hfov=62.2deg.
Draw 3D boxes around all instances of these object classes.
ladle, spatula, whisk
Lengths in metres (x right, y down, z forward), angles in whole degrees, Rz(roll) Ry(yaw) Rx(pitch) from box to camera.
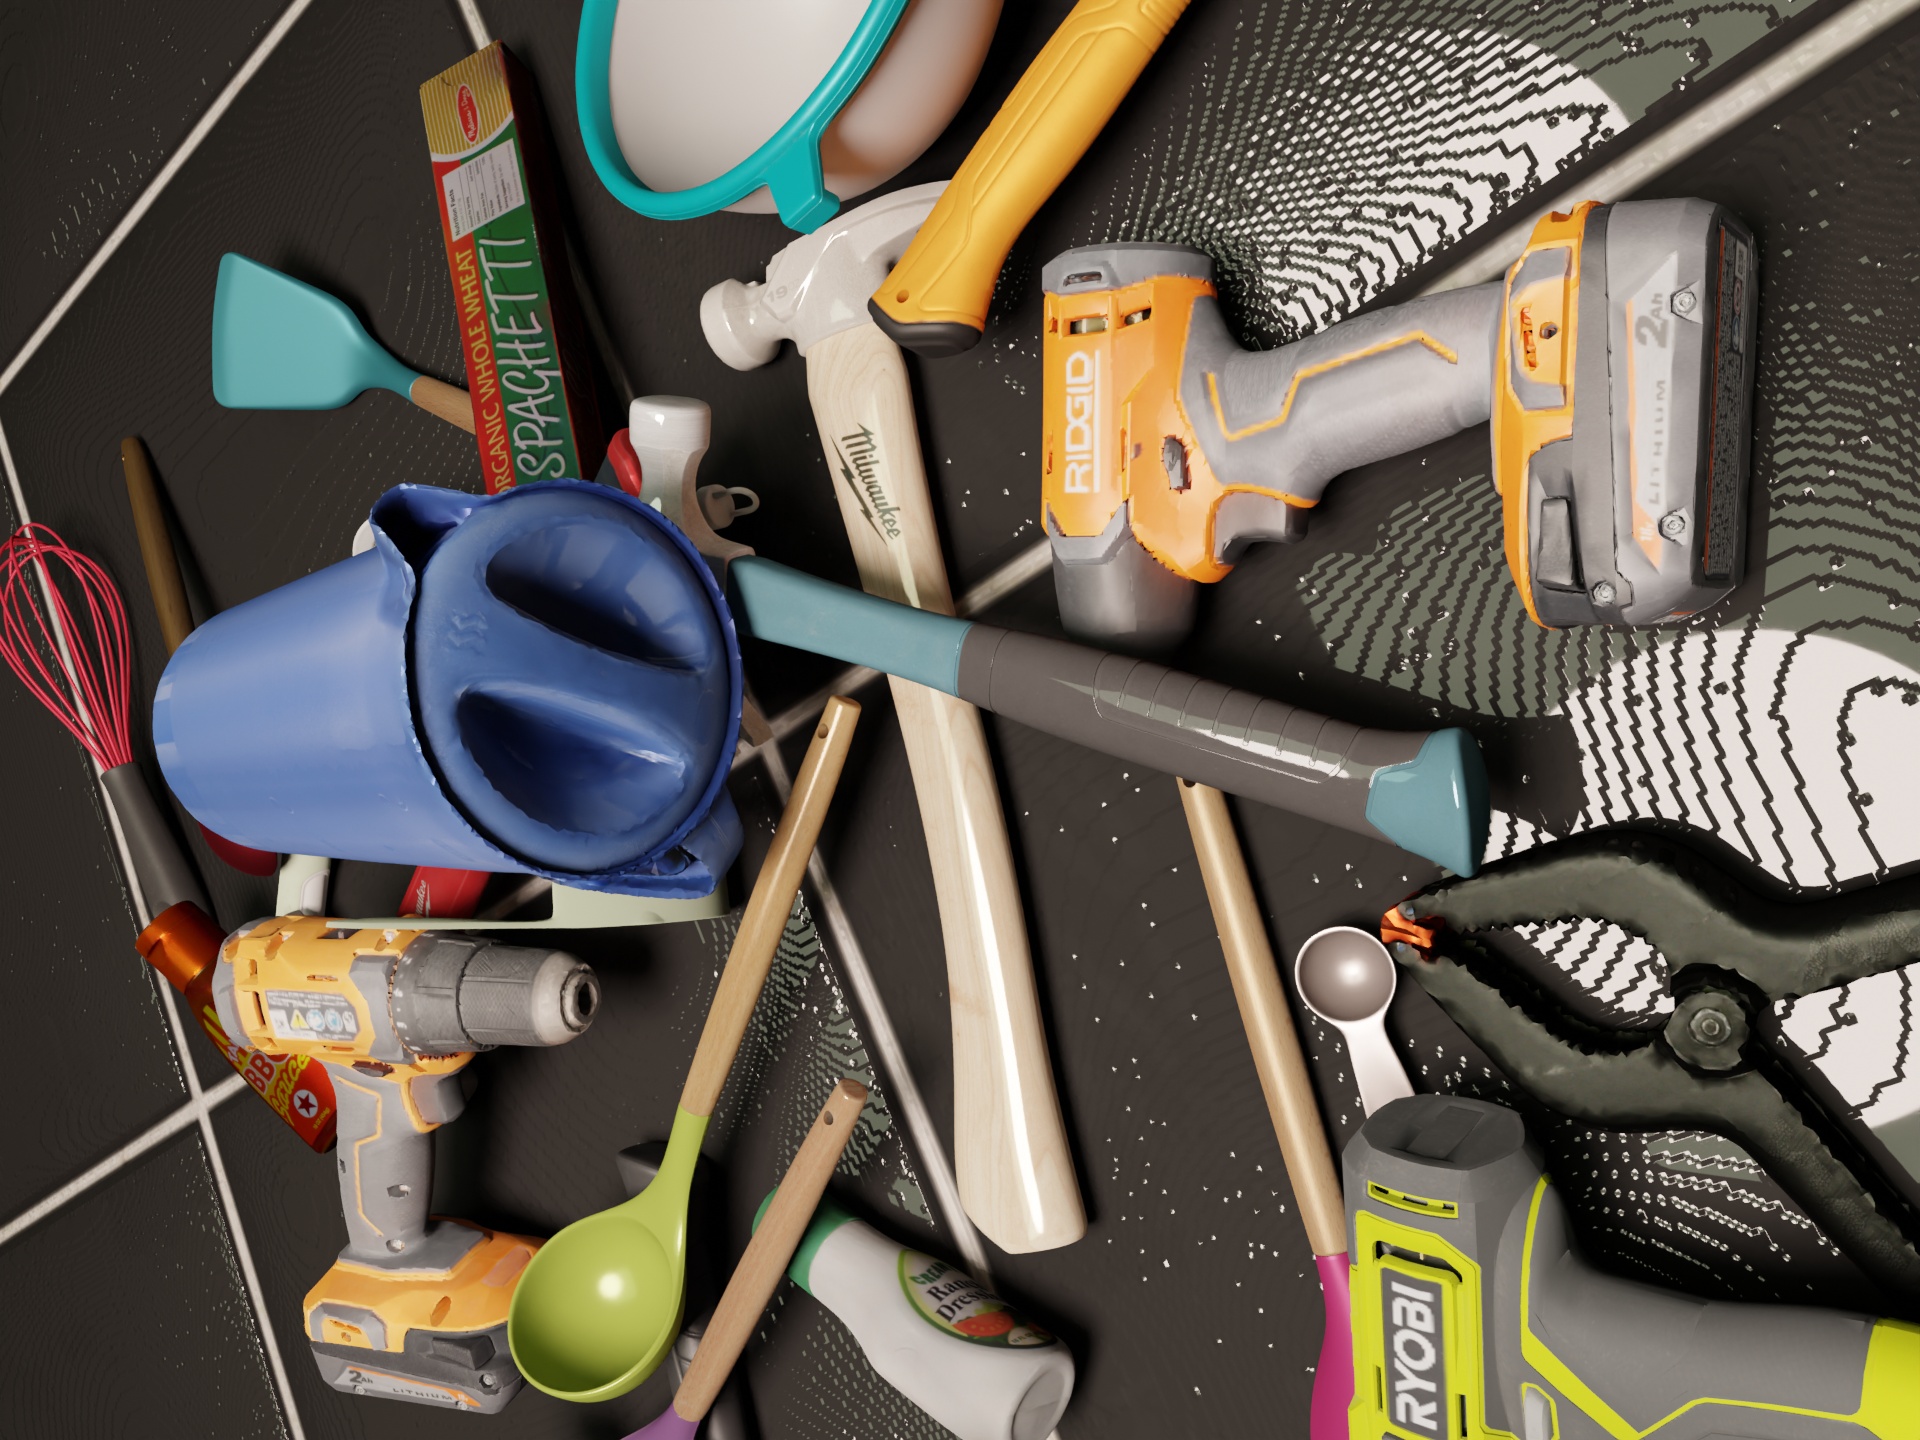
[{"bbox_3d":[-0.108,0.136,0.648,0.078,0.062,0.320,31,106,36],"label":"ladle"},{"bbox_3d":[-0.435,-0.046,0.891,0.316,0.031,0.069,62,140,27],"label":"ladle"},{"bbox_3d":[-0.258,-0.153,0.784,0.318,0.044,0.082,25,113,29],"label":"spatula"},{"bbox_3d":[-0.509,0.013,0.951,0.073,0.073,0.296,-32,81,30],"label":"whisk"},{"bbox_3d":[-0.346,0.048,0.849,0.059,0.058,0.246,19,107,22],"label":"whisk"},{"bbox_3d":[-0.103,0.272,0.665,0.060,0.018,0.315,39,116,30],"label":"spatula"}]

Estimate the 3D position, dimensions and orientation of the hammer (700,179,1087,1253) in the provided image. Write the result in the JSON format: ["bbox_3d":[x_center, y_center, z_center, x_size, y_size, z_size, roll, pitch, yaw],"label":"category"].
[{"bbox_3d":[-0.001,-0.002,0.625,0.146,0.038,0.411,-16,84,31],"label":"hammer"}]

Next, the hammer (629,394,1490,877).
[{"bbox_3d":[0.015,-0.018,0.542,0.331,0.033,0.128,18,115,26],"label":"hammer"}]

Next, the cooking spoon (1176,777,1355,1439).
[{"bbox_3d":[0.124,0.160,0.559,0.069,0.017,0.319,-20,82,32],"label":"cooking spoon"}]

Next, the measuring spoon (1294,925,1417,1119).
[{"bbox_3d":[0.149,0.129,0.547,0.034,0.018,0.124,-20,87,23],"label":"measuring spoon"}]

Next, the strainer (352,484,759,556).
[{"bbox_3d":[-0.193,-0.081,0.738,0.258,0.086,0.050,-7,44,32],"label":"strainer"}]

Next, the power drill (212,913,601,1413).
[{"bbox_3d":[-0.234,0.196,0.728,0.185,0.084,0.226,-2,105,21],"label":"power drill"}]

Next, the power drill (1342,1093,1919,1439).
[{"bbox_3d":[0.219,0.211,0.445,0.223,0.080,0.171,4,105,39],"label":"power drill"}]

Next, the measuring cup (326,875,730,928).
[{"bbox_3d":[-0.183,0.070,0.684,0.083,0.167,0.038,161,108,-75],"label":"measuring cup"}]

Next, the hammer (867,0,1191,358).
[{"bbox_3d":[0.071,-0.273,0.545,0.127,0.034,0.337,44,107,23],"label":"hammer"}]

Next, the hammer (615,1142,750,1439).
[{"bbox_3d":[-0.105,0.355,0.707,0.146,0.035,0.335,-19,81,32],"label":"hammer"}]

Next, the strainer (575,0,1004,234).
[{"bbox_3d":[-0.088,-0.298,0.649,0.341,0.095,0.211,29,100,46],"label":"strainer"}]

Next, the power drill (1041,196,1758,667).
[{"bbox_3d":[0.125,-0.078,0.515,0.226,0.084,0.164,5,97,37],"label":"power drill"}]

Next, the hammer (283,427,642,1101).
[{"bbox_3d":[-0.224,0.021,0.729,0.143,0.038,0.386,41,121,14],"label":"hammer"}]
